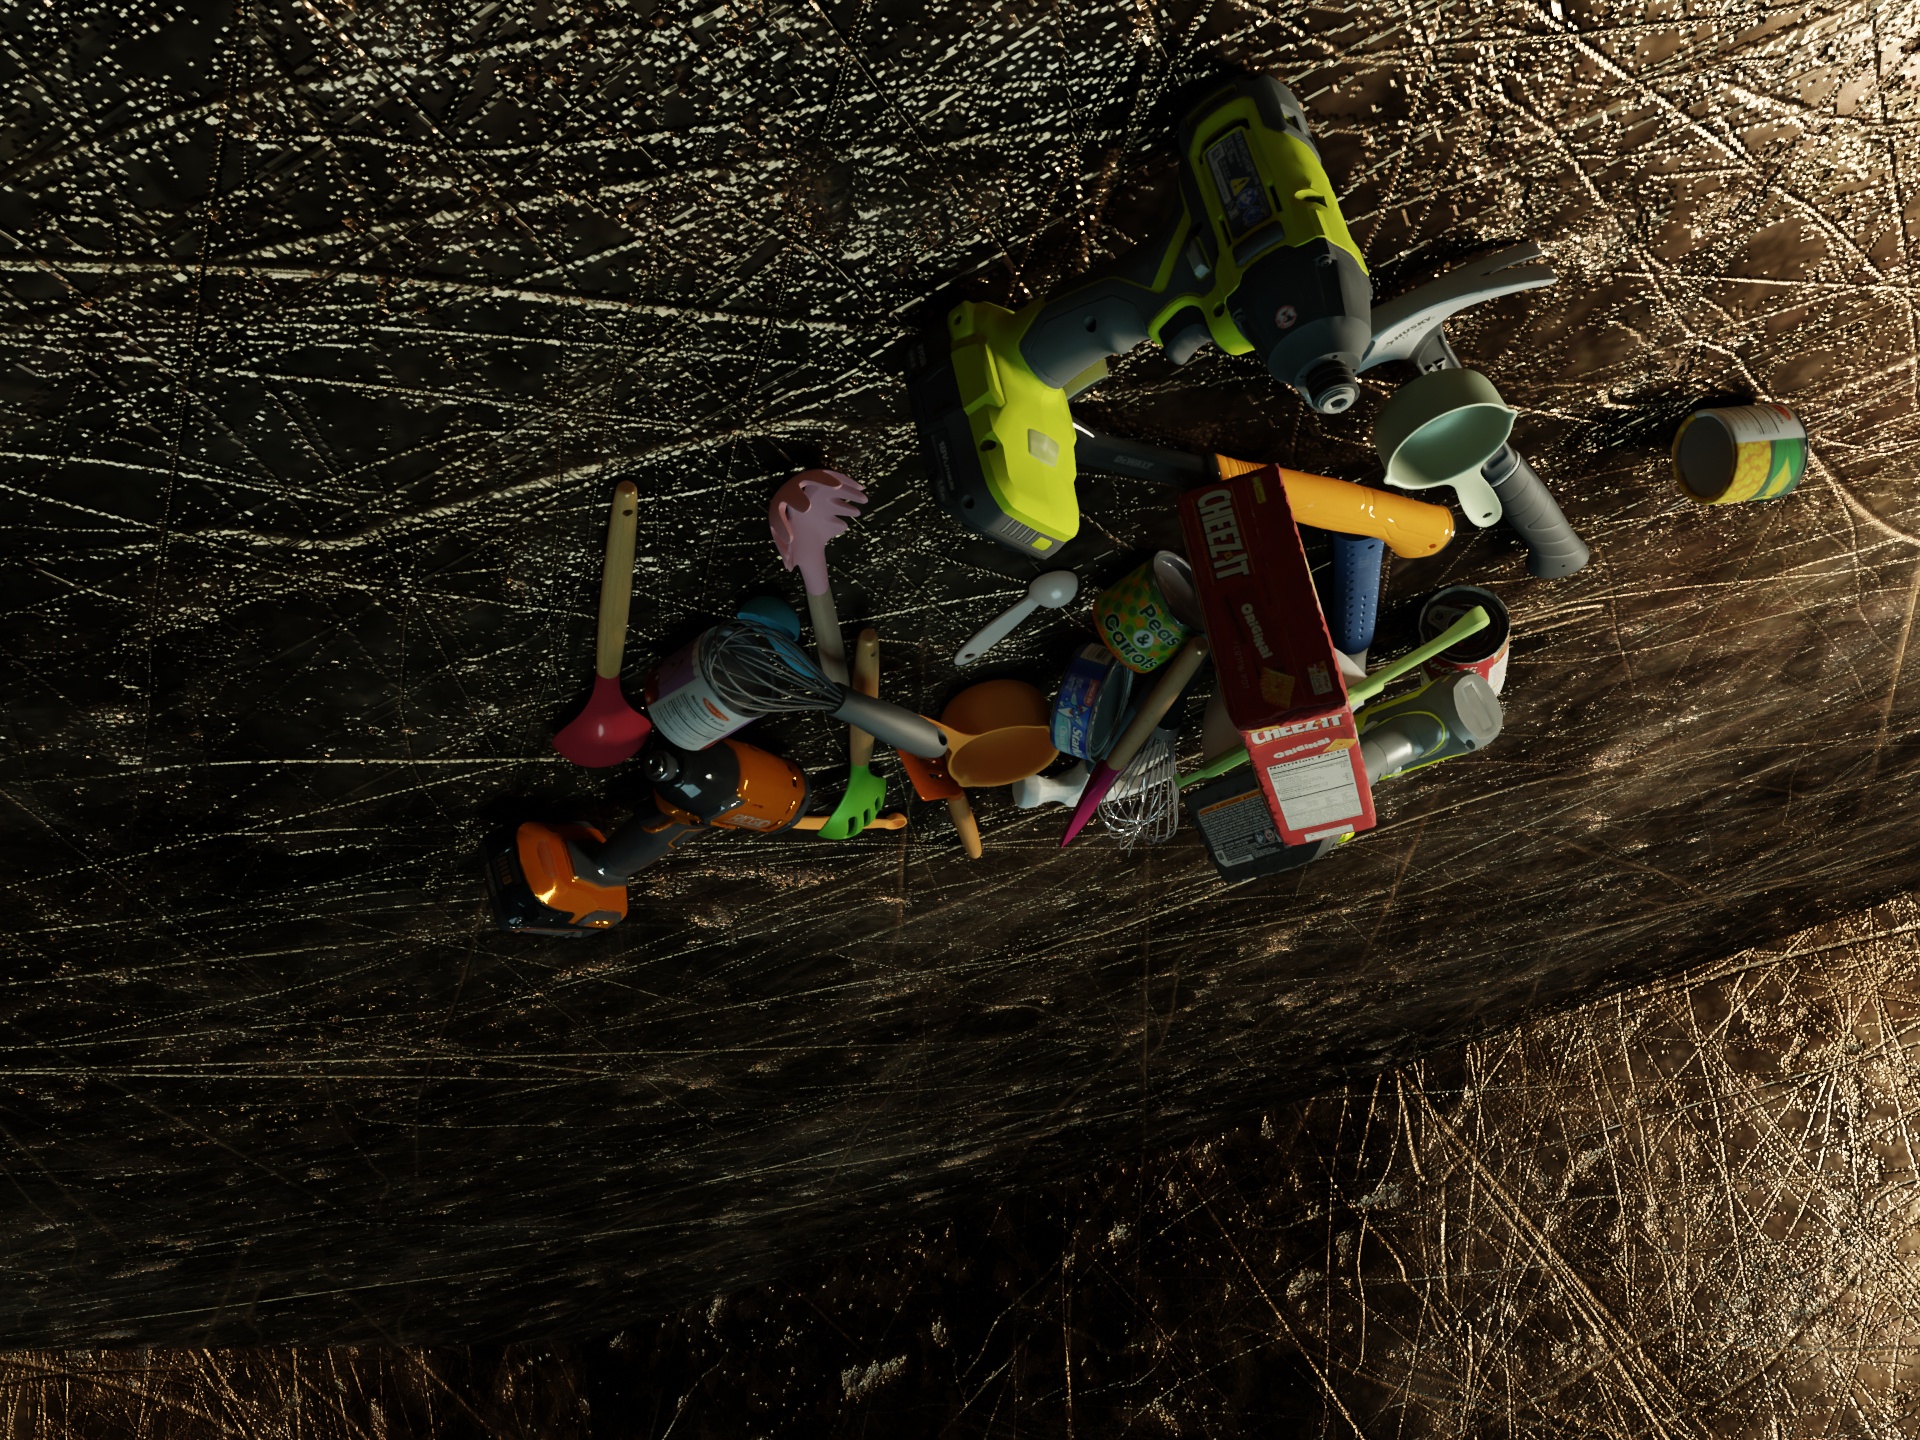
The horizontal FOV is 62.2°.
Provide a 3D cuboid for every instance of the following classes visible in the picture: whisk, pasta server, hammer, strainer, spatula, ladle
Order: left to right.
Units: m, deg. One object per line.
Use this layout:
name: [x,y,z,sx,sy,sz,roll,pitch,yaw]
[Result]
ladle: [-0.222,-0.048,1.014,0.069,0.031,0.315,-9,151,-21]
pasta server: [-0.085,-0.069,1.029,0.060,0.040,0.316,-39,160,-16]
whisk: [-0.082,-0.012,1.055,0.055,0.055,0.238,-30,148,27]
spatula: [-0.011,0.070,1.323,0.041,0.081,0.322,-23,159,-3]
hammer: [0.152,-0.018,1.253,0.128,0.033,0.330,-3,151,-21]
whisk: [0.154,0.021,1.236,0.070,0.070,0.284,-10,148,-10]
hammer: [0.180,-0.151,0.980,0.336,0.034,0.127,8,147,-29]
strainer: [0.263,-0.039,1.147,0.151,0.069,0.256,-21,170,-43]
hammer: [0.307,-0.052,1.264,0.144,0.035,0.405,-17,153,4]
hammer: [0.357,-0.179,1.050,0.149,0.036,0.408,-29,151,23]

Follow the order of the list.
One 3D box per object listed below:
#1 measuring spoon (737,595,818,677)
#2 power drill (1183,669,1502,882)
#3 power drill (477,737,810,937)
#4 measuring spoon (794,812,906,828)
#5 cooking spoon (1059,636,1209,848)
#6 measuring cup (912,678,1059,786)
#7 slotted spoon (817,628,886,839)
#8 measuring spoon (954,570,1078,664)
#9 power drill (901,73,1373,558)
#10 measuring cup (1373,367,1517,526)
measuring spoon: [-0.114,-0.056,1.064,0.042,0.021,0.128,17,167,14]
power drill: [0.284,0.042,1.232,0.228,0.080,0.190,-25,179,-35]
power drill: [-0.242,0.080,1.174,0.226,0.084,0.164,-28,159,17]
measuring spoon: [-0.101,0.083,1.348,0.117,0.011,0.021,2,150,-24]
cooking spoon: [0.125,0.021,1.195,0.017,0.069,0.318,25,150,0]
measuring cup: [-0.002,-0.004,1.186,0.173,0.052,0.095,20,136,-40]
slotted spoon: [-0.075,0.018,1.187,0.070,0.031,0.313,-38,162,-22]
measuring spoon: [0.037,-0.066,1.118,0.034,0.018,0.124,10,145,-40]
power drill: [0.085,-0.178,0.763,0.223,0.171,0.080,-29,150,33]
measuring cup: [0.302,-0.162,0.972,0.083,0.038,0.167,-28,153,20]
